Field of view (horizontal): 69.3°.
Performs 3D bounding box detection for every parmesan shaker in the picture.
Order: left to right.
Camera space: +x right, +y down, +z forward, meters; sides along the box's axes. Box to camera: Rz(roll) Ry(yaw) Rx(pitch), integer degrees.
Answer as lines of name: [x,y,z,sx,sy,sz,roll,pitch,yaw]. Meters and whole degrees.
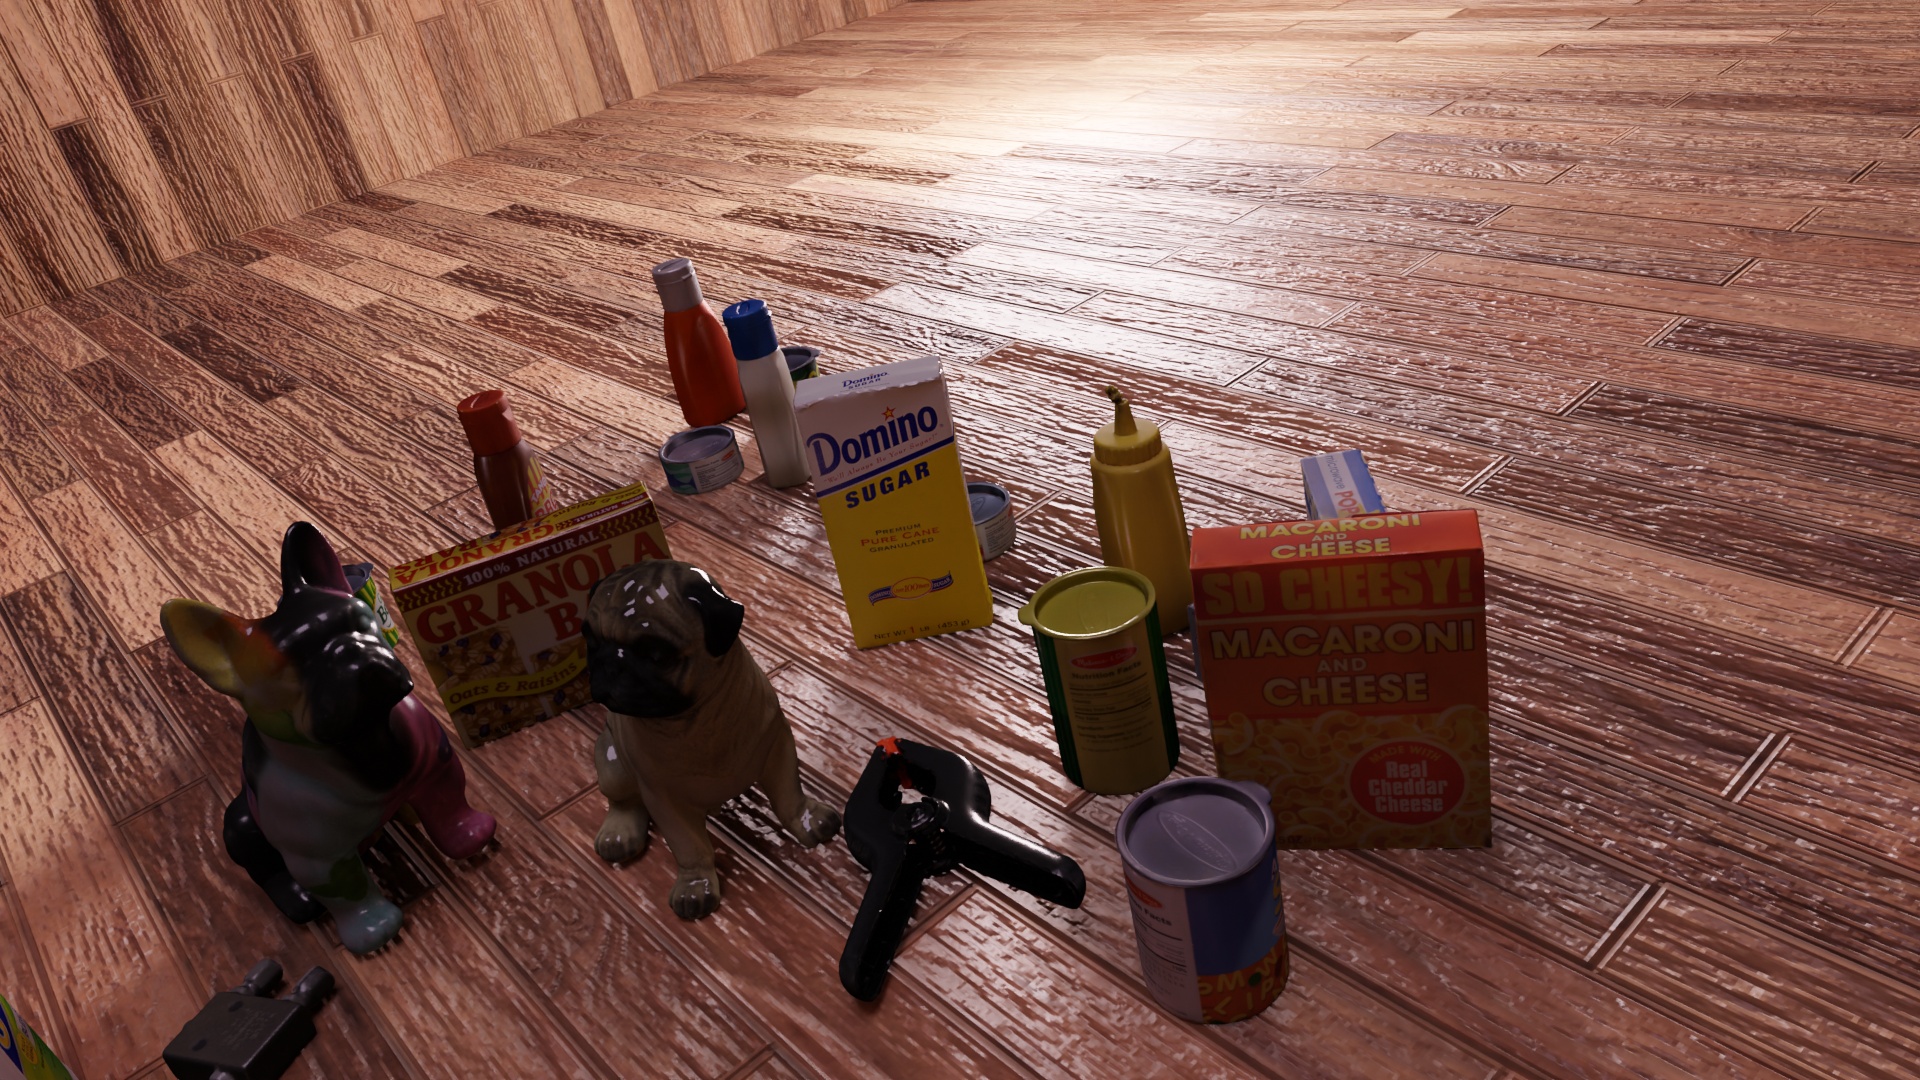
parmesan shaker: [0.074,0.075,0.732,0.071,0.102,0.071,-10,29,6]

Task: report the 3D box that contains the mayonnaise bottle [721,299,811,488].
mayonnaise bottle: [-0.154,-0.119,1.115,0.041,0.147,0.065,-12,29,3]

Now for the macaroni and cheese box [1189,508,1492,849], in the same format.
macaroni and cheese box: [0.176,0.068,0.638,0.124,0.165,0.040,-4,30,15]

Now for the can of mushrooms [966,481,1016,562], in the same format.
can of mushrooms: [0.004,-0.012,0.983,0.071,0.033,0.071,-10,29,6]

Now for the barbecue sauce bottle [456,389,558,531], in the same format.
barbecue sauce bottle: [-0.338,-0.040,1.052,0.044,0.147,0.065,-9,29,7]

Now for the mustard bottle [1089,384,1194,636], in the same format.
mustard bottle: [0.106,-0.020,0.826,0.049,0.159,0.065,-17,29,-7]

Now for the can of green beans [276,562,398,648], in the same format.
can of green beans: [-0.455,0.059,1.018,0.071,0.057,0.071,-10,29,6]

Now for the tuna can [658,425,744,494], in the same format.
tuna can: [-0.219,-0.068,1.171,0.071,0.032,0.071,-10,29,6]

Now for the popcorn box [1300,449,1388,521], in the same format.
popcorn box: [0.226,0.014,0.795,0.038,0.084,0.127,-9,29,8]

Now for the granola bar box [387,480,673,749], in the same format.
granola bar box: [-0.261,0.047,0.892,0.166,0.123,0.039,-21,30,-14]

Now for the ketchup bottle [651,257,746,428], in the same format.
ketchup bottle: [-0.239,-0.179,1.254,0.043,0.148,0.065,12,38,38]

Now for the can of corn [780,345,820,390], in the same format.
can of corn: [-0.152,-0.133,1.231,0.071,0.058,0.071,-10,29,6]

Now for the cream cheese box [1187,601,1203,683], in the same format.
cream cheese box: [0.167,0.071,0.751,0.024,0.053,0.104,-26,32,-22]

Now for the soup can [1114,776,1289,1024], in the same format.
soup can: [0.108,0.154,0.600,0.071,0.083,0.072,-10,29,6]
